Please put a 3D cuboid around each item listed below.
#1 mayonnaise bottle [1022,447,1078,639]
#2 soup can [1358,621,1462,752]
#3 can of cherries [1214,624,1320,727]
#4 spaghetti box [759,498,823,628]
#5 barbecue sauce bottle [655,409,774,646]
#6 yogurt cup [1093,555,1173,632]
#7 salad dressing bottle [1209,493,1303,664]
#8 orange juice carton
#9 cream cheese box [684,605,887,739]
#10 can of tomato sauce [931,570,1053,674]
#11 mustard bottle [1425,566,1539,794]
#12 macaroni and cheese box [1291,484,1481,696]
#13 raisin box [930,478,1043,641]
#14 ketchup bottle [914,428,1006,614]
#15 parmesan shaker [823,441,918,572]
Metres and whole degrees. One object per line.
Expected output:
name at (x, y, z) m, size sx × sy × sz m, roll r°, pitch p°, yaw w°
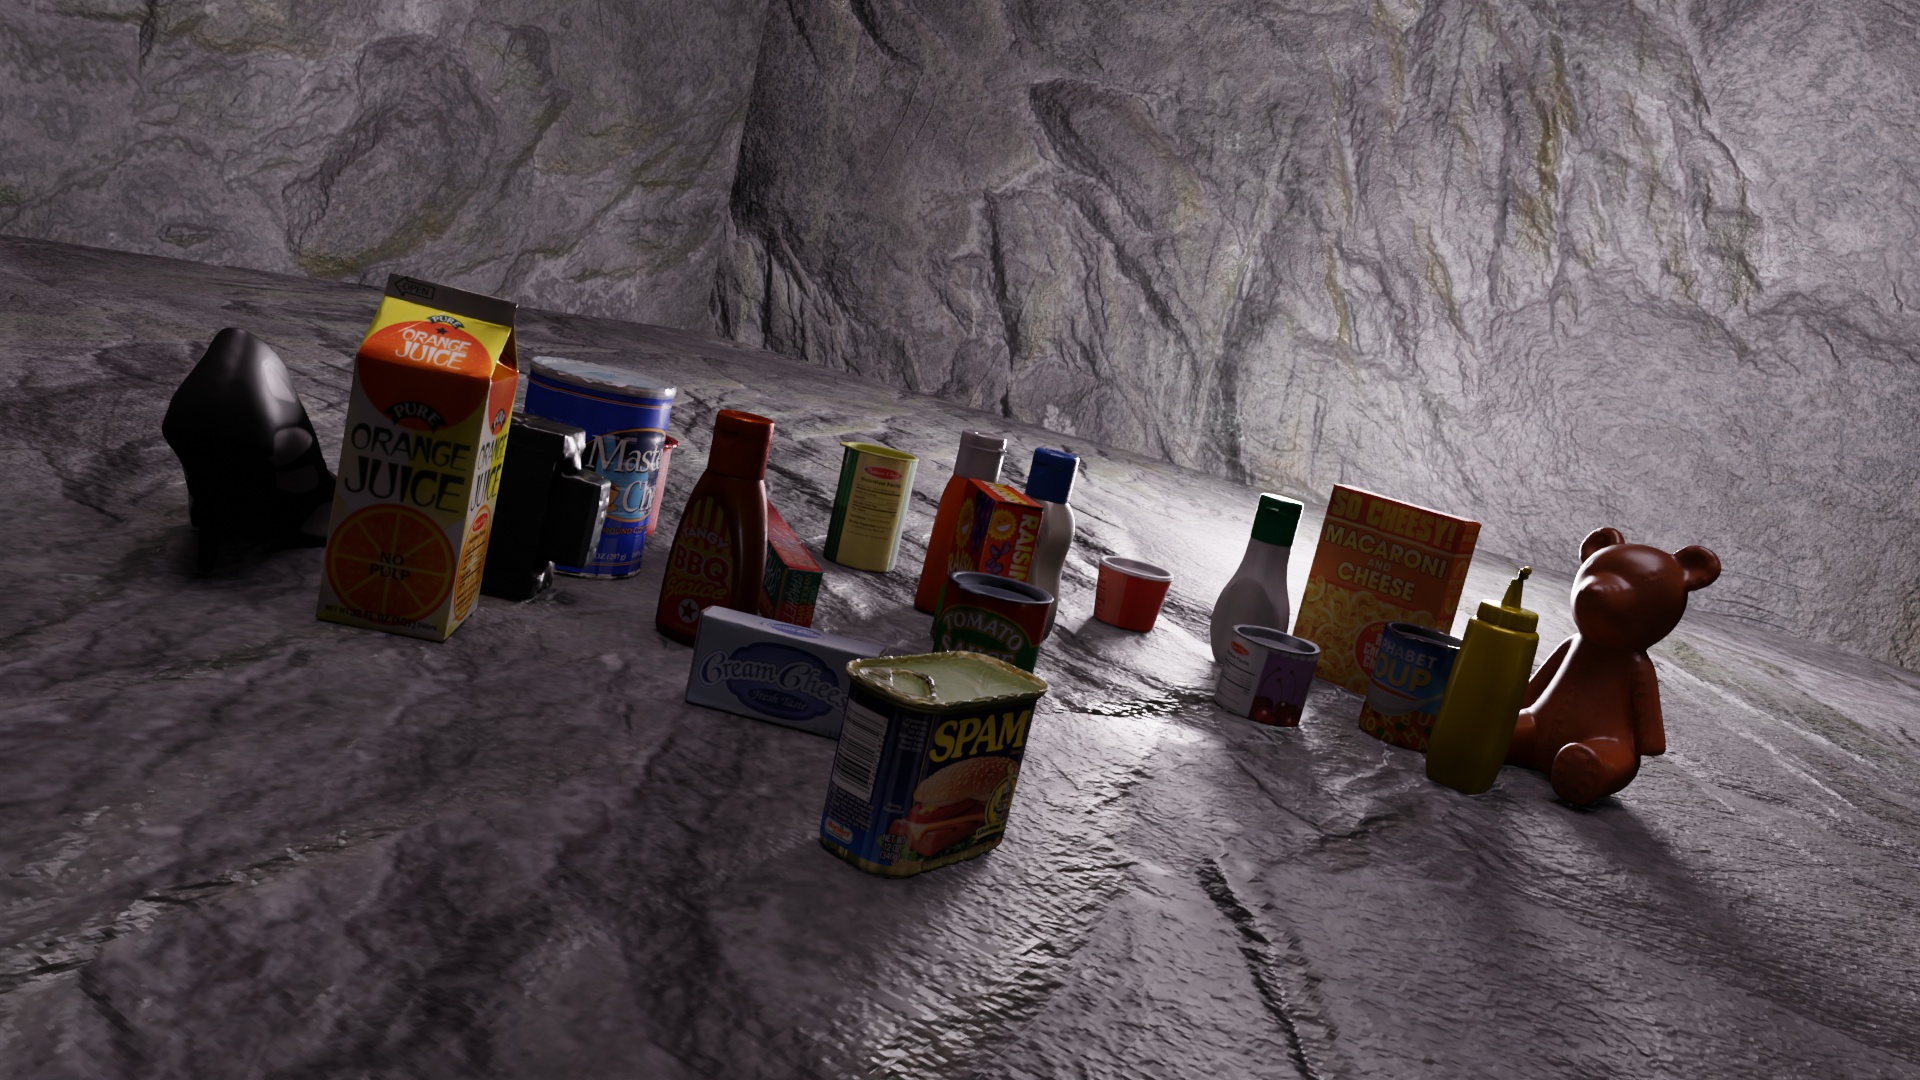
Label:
mayonnaise bottle at (0.059, 0.001, 1.106) m, size 0.041 × 0.147 × 0.065 m, roll 4°, pitch 13°, yaw -43°
soup can at (0.343, 0.110, 1.053) m, size 0.071 × 0.083 × 0.071 m, roll 13°, pitch 9°, yaw -2°
can of cherries at (0.230, 0.101, 1.034) m, size 0.071 × 0.058 × 0.071 m, roll 13°, pitch 10°, yaw -2°
spaghetti box at (-0.146, 0.013, 1.056) m, size 0.029 × 0.050 × 0.250 m, roll 10°, pitch 10°, yaw -19°
barbecue sauce bottle at (-0.150, -0.007, 0.879) m, size 0.065 × 0.148 × 0.044 m, roll 17°, pitch 10°, yaw 24°
yogurt cup at (0.151, 0.048, 1.237) m, size 0.072 × 0.054 × 0.072 m, roll 13°, pitch 10°, yaw -2°
salad dressing bottle at (0.252, 0.036, 1.168) m, size 0.064 × 0.147 × 0.044 m, roll 19°, pitch 11°, yaw 32°
orange juice carton at (-0.302, -0.049, 0.784) m, size 0.072 × 0.192 × 0.073 m, roll 12°, pitch 9°, yaw -8°
cream cheese box at (-0.097, 0.074, 0.770) m, size 0.104 × 0.053 × 0.024 m, roll 14°, pitch 9°, yaw 3°
can of tomato sauce at (0.015, 0.068, 0.865) m, size 0.071 × 0.083 × 0.071 m, roll 13°, pitch 9°, yaw -2°
mustard bottle at (0.365, 0.093, 0.958) m, size 0.049 × 0.160 × 0.065 m, roll 19°, pitch 11°, yaw 32°
macaroni and cheese box at (0.359, 0.047, 1.188) m, size 0.124 × 0.166 × 0.040 m, roll 21°, pitch 12°, yaw 39°
raisin box at (0.018, 0.024, 0.995) m, size 0.040 × 0.123 × 0.086 m, roll 11°, pitch 10°, yaw -15°
ketchup bottle at (0.004, -0.014, 1.117) m, size 0.043 × 0.148 × 0.065 m, roll 18°, pitch 10°, yaw 27°
parmesan shaker at (-0.083, -0.030, 1.227) m, size 0.071 × 0.103 × 0.071 m, roll 13°, pitch 9°, yaw -2°
